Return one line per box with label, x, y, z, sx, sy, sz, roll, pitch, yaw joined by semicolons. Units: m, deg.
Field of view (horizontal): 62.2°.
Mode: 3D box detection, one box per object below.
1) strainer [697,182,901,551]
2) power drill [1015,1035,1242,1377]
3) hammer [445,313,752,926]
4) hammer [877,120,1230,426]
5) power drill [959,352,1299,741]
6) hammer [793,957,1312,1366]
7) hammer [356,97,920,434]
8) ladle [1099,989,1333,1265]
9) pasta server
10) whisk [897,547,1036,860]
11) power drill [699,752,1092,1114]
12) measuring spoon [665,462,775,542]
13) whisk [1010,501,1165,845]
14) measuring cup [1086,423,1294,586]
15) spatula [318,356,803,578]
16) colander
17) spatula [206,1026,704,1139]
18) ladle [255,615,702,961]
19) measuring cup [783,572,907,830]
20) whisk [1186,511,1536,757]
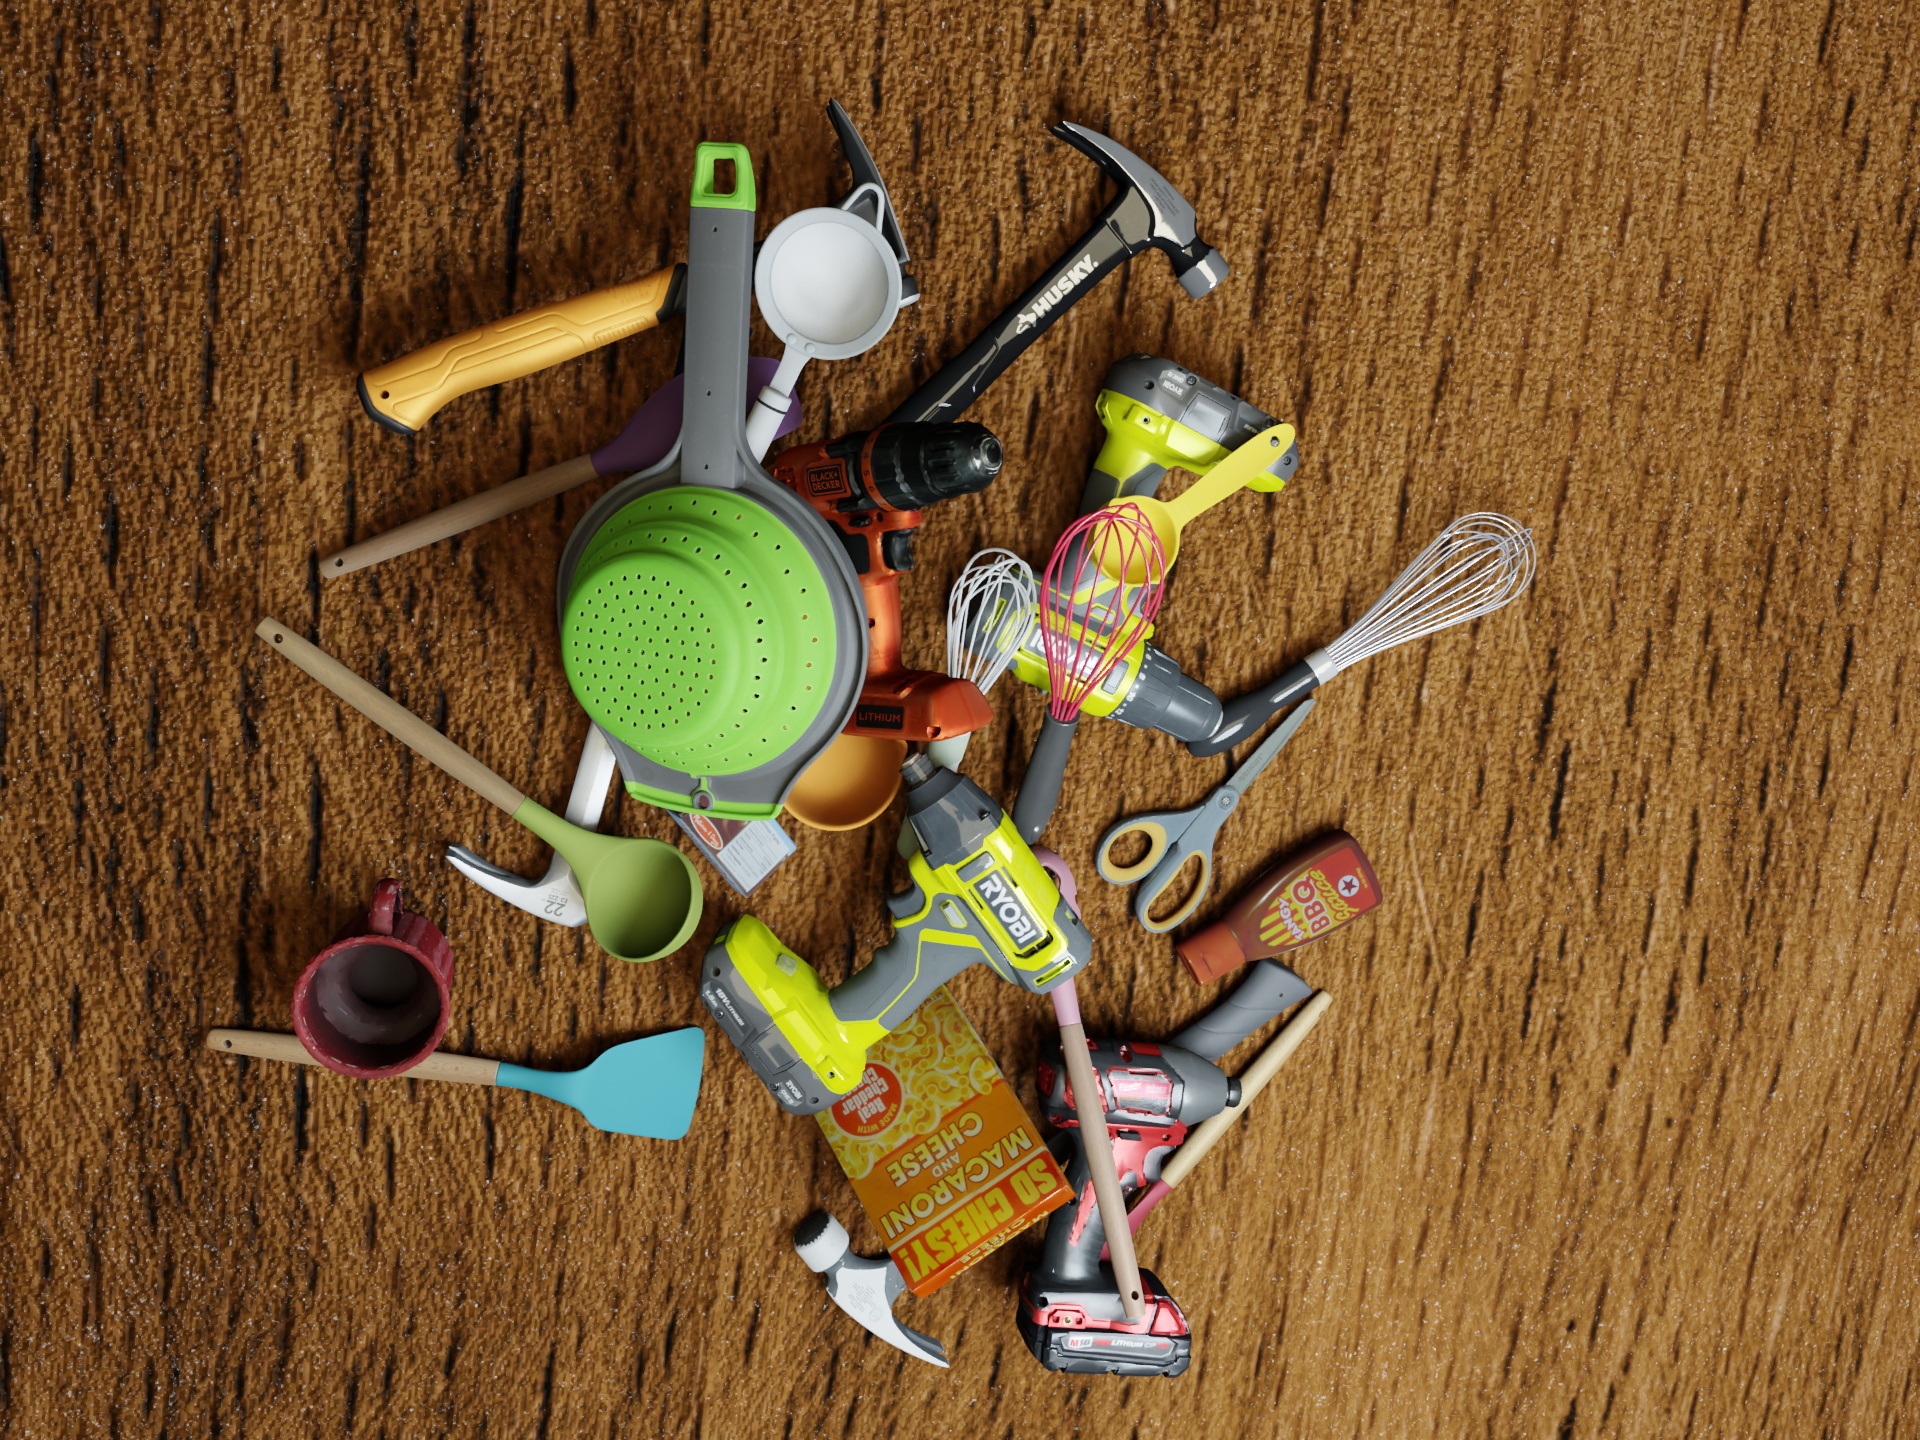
strainer;-0.108;-0.200;0.949;0.087;0.050;0.258;28;105;-5
power drill;0.116;0.331;1.104;0.143;0.078;0.219;7;92;-10
hammer;-0.215;-0.062;1.022;0.144;0.035;0.405;15;97;-14
hammer;0.011;-0.238;1.036;0.335;0.035;0.146;-43;106;-1
power drill;0.128;-0.109;1.063;0.190;0.080;0.228;25;98;-14
hammer;0.085;0.307;1.153;0.409;0.036;0.149;-36;106;-3
hammer;-0.200;-0.256;0.954;0.337;0.034;0.127;-22;103;-6
ladle;0.168;0.320;1.173;0.315;0.031;0.069;-48;139;-4
pasta server;0.078;0.230;1.053;0.060;0.040;0.316;-9;72;-10
whisk;-0.002;-0.003;1.032;0.058;0.059;0.246;-24;141;-46
power drill;-0.051;0.139;1.031;0.223;0.080;0.171;-34;98;9
measuring spoon;-0.146;-0.136;1.008;0.117;0.011;0.021;-43;144;-34
whisk;0.070;-0.019;1.011;0.073;0.073;0.295;2;136;-12
measuring cup;0.146;-0.142;1.010;0.156;0.029;0.062;-36;107;-9
spatula;-0.250;-0.151;0.983;0.316;0.018;0.060;-21;95;3
colander;-0.158;-0.126;0.909;0.204;0.094;0.397;8;103;15
spatula;-0.333;0.230;1.061;0.317;0.044;0.082;9;99;-8
ladle;-0.295;0.039;0.978;0.320;0.062;0.078;38;89;-13
measuring cup;-0.095;-0.015;1.048;0.095;0.052;0.173;-17;101;-8
whisk;0.280;-0.055;1.117;0.284;0.070;0.070;-33;105;1
